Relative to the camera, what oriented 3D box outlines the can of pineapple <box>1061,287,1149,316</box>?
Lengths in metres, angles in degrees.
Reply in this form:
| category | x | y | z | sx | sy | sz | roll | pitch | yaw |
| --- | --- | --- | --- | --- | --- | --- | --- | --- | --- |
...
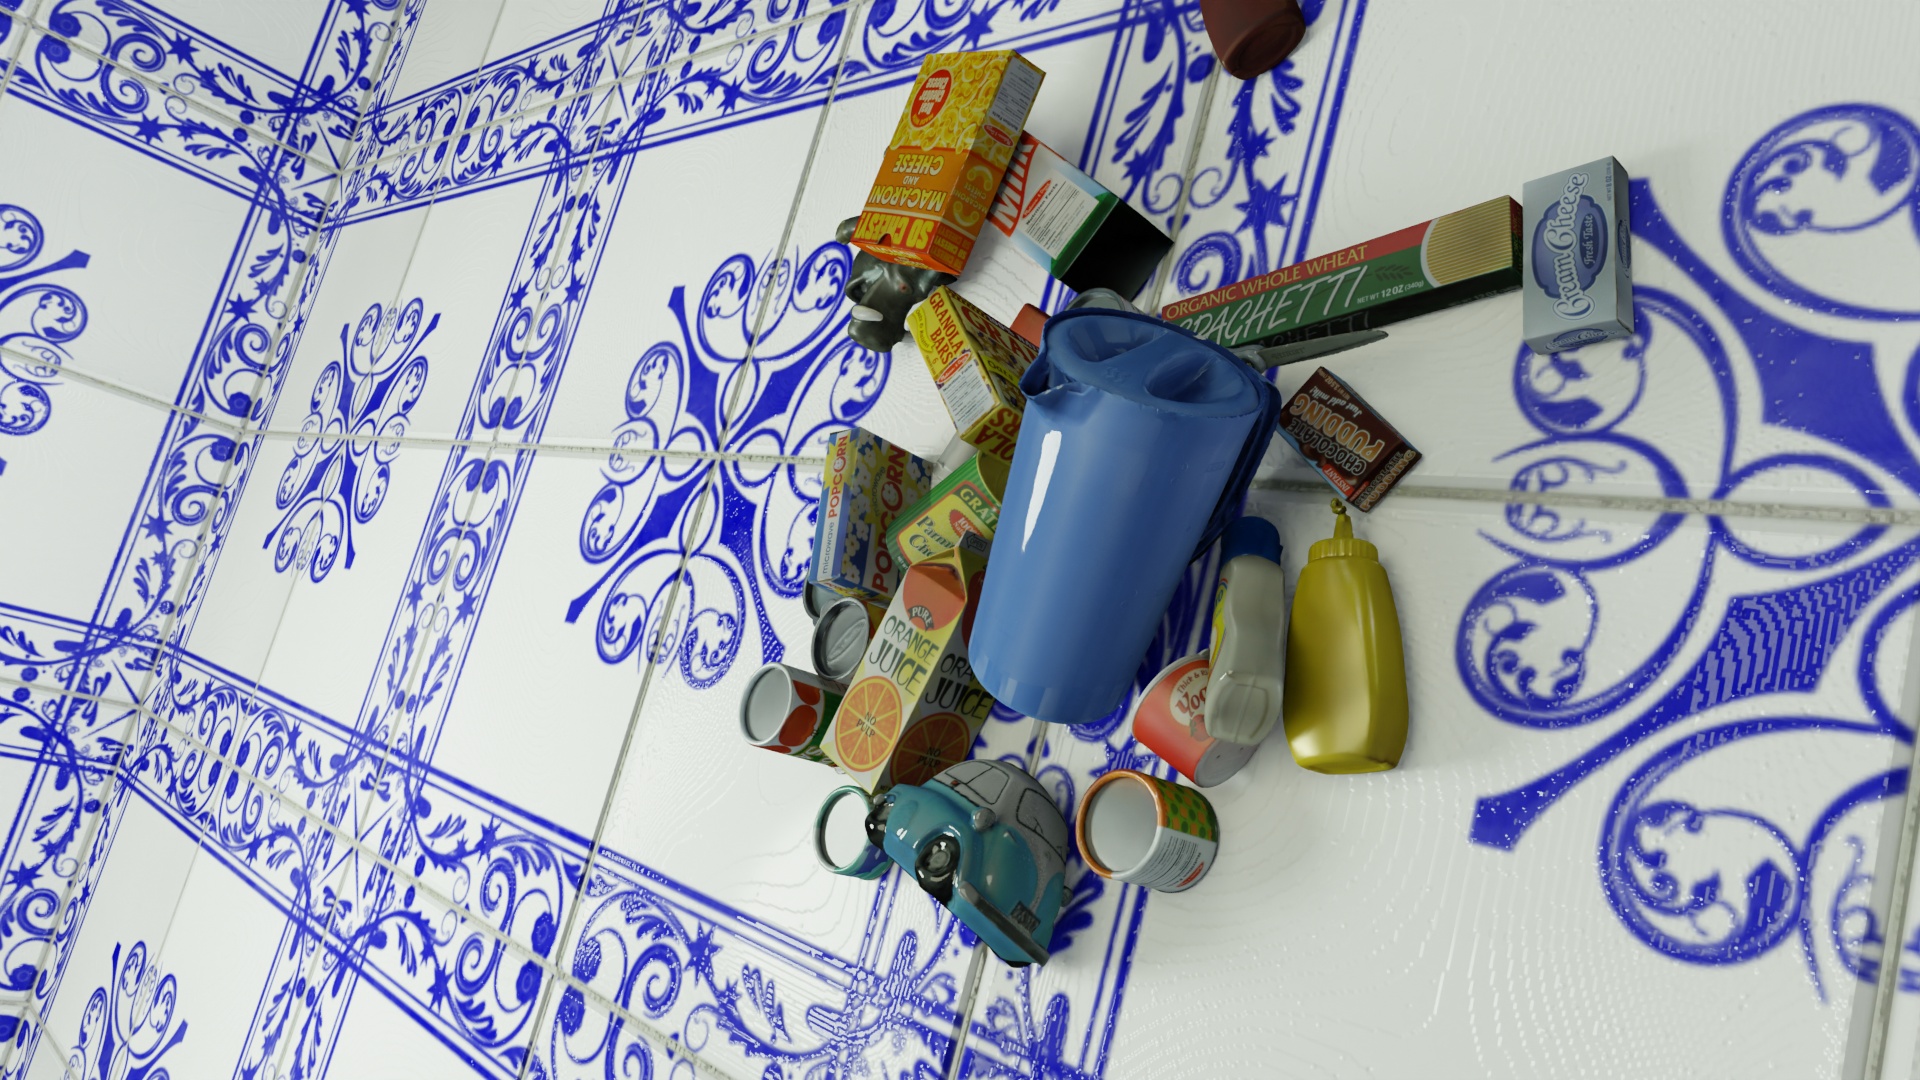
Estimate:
| category | x | y | z | sx | sy | sz | roll | pitch | yaw |
| --- | --- | --- | --- | --- | --- | --- | --- | --- | --- |
| can of pineapple | 0.106 | -0.136 | 0.984 | 0.071 | 0.058 | 0.071 | -21 | 58 | 38 |

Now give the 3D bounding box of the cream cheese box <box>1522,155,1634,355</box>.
| category | x | y | z | sx | sy | sz | roll | pitch | yaw |
| --- | --- | --- | --- | --- | --- | --- | --- | --- | --- |
| cream cheese box | 0.344 | -0.159 | 0.778 | 0.053 | 0.024 | 0.104 | -11 | 64 | 44 |

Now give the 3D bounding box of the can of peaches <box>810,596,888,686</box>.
| category | x | y | z | sx | sy | sz | roll | pitch | yaw |
| --- | --- | --- | --- | --- | --- | --- | --- | --- | --- |
| can of peaches | -0.072 | 0.080 | 1.066 | 0.071 | 0.058 | 0.071 | -21 | 58 | 39 |

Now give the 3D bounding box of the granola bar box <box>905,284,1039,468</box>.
| category | x | y | z | sx | sy | sz | roll | pitch | yaw |
| --- | --- | --- | --- | --- | --- | --- | --- | --- | --- |
| granola bar box | 0.048 | -0.090 | 0.942 | 0.039 | 0.165 | 0.125 | -42 | 47 | 22 |

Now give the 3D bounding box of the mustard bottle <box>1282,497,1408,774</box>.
| category | x | y | z | sx | sy | sz | roll | pitch | yaw |
| --- | --- | --- | --- | --- | --- | --- | --- | --- | --- |
| mustard bottle | 0.219 | 0.051 | 0.790 | 0.065 | 0.049 | 0.161 | -13 | 63 | 42 |

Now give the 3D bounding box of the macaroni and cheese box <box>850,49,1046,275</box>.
| category | x | y | z | sx | sy | sz | roll | pitch | yaw |
| --- | --- | --- | --- | --- | --- | --- | --- | --- | --- |
| macaroni and cheese box | -0.014 | -0.297 | 1.085 | 0.124 | 0.040 | 0.166 | 24 | 91 | 53 |

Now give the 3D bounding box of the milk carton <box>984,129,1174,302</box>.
| category | x | y | z | sx | sy | sz | roll | pitch | yaw |
| --- | --- | --- | --- | --- | --- | --- | --- | --- | --- |
| milk carton | 0.071 | -0.253 | 1.064 | 0.073 | 0.072 | 0.191 | -53 | 44 | 13 |

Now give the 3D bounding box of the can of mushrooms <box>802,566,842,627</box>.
| category | x | y | z | sx | sy | sz | roll | pitch | yaw |
| --- | --- | --- | --- | --- | --- | --- | --- | --- | --- |
| can of mushrooms | -0.095 | 0.041 | 1.126 | 0.071 | 0.033 | 0.071 | -20 | 58 | 38 |

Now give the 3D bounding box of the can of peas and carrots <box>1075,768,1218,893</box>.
| category | x | y | z | sx | sy | sz | roll | pitch | yaw |
| --- | --- | --- | --- | --- | --- | --- | --- | --- | --- |
| can of peas and carrots | 0.110 | 0.173 | 0.837 | 0.070 | 0.058 | 0.071 | -21 | 58 | 38 |

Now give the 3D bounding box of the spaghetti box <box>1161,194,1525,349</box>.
| category | x | y | z | sx | sy | sz | roll | pitch | yaw |
| --- | --- | --- | --- | --- | --- | --- | --- | --- | --- |
| spaghetti box | 0.234 | -0.155 | 0.884 | 0.249 | 0.028 | 0.050 | -12 | 63 | 42 |

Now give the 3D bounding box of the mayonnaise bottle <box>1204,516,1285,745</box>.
| category | x | y | z | sx | sy | sz | roll | pitch | yaw |
| --- | --- | --- | --- | --- | --- | --- | --- | --- | --- |
| mayonnaise bottle | 0.167 | 0.046 | 0.811 | 0.149 | 0.041 | 0.064 | -75 | -7 | -48 |

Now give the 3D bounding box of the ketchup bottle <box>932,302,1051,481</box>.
| category | x | y | z | sx | sy | sz | roll | pitch | yaw |
| --- | --- | --- | --- | --- | --- | --- | --- | --- | --- |
| ketchup bottle | 0.032 | -0.105 | 1.055 | 0.148 | 0.043 | 0.065 | -57 | 35 | 10 |

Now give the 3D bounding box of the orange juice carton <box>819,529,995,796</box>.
| category | x | y | z | sx | sy | sz | roll | pitch | yaw |
| --- | --- | --- | --- | --- | --- | --- | --- | --- | --- |
| orange juice carton | -0.016 | 0.088 | 0.995 | 0.073 | 0.072 | 0.192 | 30 | 95 | 47 |

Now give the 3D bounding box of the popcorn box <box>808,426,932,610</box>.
| category | x | y | z | sx | sy | sz | roll | pitch | yaw |
| --- | --- | --- | --- | --- | --- | --- | --- | --- | --- |
| popcorn box | -0.069 | -0.015 | 1.086 | 0.038 | 0.085 | 0.127 | -12 | 63 | 41 |

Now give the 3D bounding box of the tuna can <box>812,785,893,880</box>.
| category | x | y | z | sx | sy | sz | roll | pitch | yaw |
| --- | --- | --- | --- | --- | --- | --- | --- | --- | --- |
| tuna can | -0.075 | 0.214 | 1.026 | 0.071 | 0.033 | 0.071 | -21 | 59 | 39 |

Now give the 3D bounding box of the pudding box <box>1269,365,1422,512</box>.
| category | x | y | z | sx | sy | sz | roll | pitch | yaw |
| --- | --- | --- | --- | --- | --- | --- | --- | --- | --- |
| pudding box | 0.232 | -0.062 | 0.842 | 0.049 | 0.030 | 0.084 | -50 | 44 | 18 |

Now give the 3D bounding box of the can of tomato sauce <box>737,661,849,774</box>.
| category | x | y | z | sx | sy | sz | roll | pitch | yaw |
| --- | --- | --- | --- | --- | --- | --- | --- | --- | --- |
| can of tomato sauce | -0.120 | 0.137 | 1.069 | 0.071 | 0.083 | 0.071 | -21 | 58 | 38 |

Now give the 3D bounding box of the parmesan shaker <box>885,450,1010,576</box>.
| category | x | y | z | sx | sy | sz | roll | pitch | yaw |
| --- | --- | --- | --- | --- | --- | --- | --- | --- | --- |
| parmesan shaker | 0.004 | -0.013 | 1.027 | 0.102 | 0.071 | 0.071 | -38 | 49 | 30 |

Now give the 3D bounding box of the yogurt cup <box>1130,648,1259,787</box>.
| category | x | y | z | sx | sy | sz | roll | pitch | yaw |
| --- | --- | --- | --- | --- | --- | --- | --- | --- | --- |
| yogurt cup | 0.144 | 0.110 | 0.830 | 0.054 | 0.072 | 0.072 | 45 | 105 | 38 |

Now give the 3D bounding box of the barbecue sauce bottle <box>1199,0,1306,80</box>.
| category | x | y | z | sx | sy | sz | roll | pitch | yaw |
| --- | --- | --- | --- | --- | --- | --- | --- | --- | --- |
| barbecue sauce bottle | 0.203 | -0.409 | 1.022 | 0.064 | 0.043 | 0.149 | -34 | 50 | 30 |
